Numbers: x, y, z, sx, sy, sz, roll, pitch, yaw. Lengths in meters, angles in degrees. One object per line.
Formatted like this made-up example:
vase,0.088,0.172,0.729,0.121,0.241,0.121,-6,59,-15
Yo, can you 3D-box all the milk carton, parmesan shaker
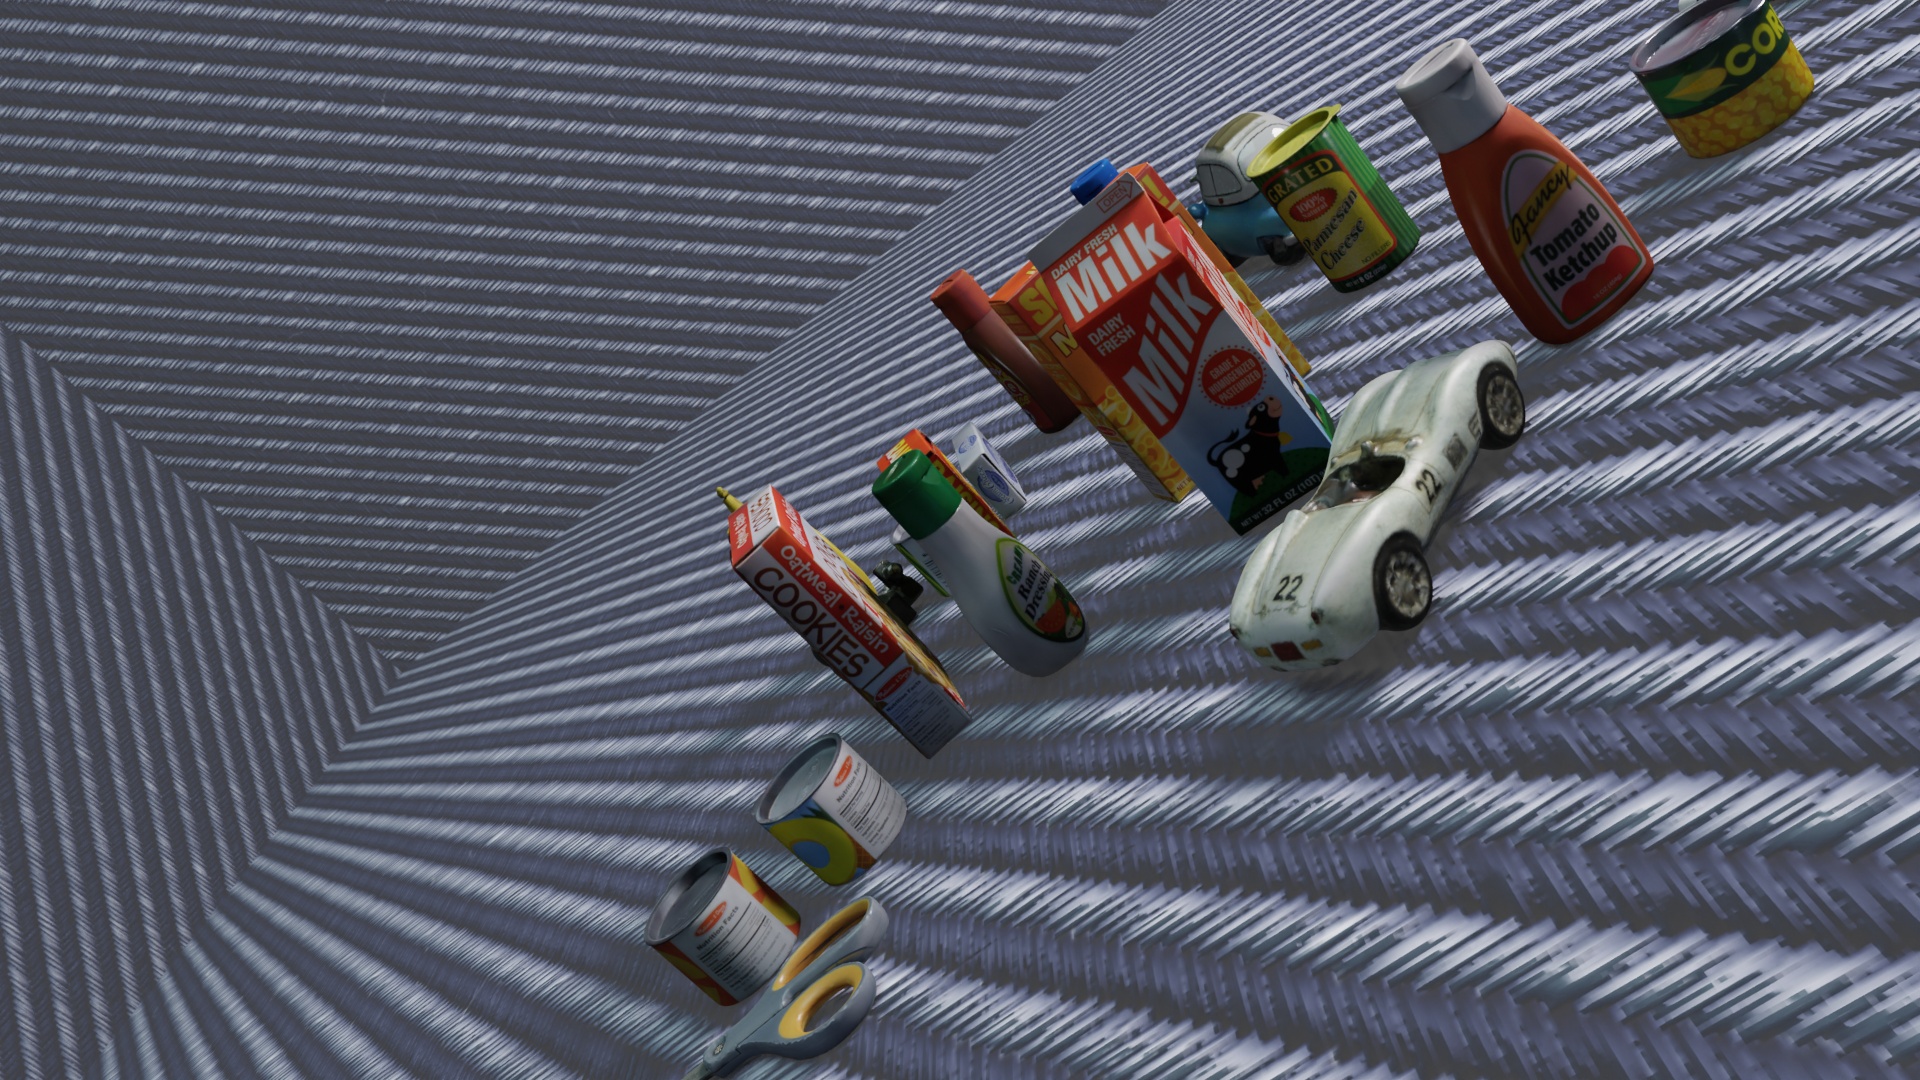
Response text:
milk carton,0.121,-0.102,0.745,0.072,0.190,0.074,-36,18,22
parmesan shaker,0.245,-0.221,0.903,0.071,0.103,0.071,-39,17,14

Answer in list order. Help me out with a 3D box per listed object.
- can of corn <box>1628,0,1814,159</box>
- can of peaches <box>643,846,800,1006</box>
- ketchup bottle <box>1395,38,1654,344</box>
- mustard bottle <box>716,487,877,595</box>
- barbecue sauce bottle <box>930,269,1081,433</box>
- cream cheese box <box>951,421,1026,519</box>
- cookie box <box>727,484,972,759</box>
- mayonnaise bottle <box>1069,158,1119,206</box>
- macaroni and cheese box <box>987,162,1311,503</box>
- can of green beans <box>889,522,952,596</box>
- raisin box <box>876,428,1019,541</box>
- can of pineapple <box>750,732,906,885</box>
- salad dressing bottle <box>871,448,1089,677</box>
can of corn,0.387,-0.237,0.702,0.071,0.058,0.071,-38,17,14
can of peaches,-0.132,0.214,0.773,0.071,0.058,0.071,-38,17,14
ketchup bottle,0.261,-0.166,0.655,0.064,0.148,0.043,-42,17,4
mustard bottle,-0.133,0.014,1.082,0.048,0.160,0.066,-25,24,45
barbecue sauce bottle,0.038,-0.153,1.126,0.044,0.148,0.065,-45,17,-5
cream cheese box,0.021,-0.056,1.090,0.024,0.053,0.104,-41,17,8
cookie box,-0.072,0.047,0.855,0.040,0.167,0.123,-43,17,1
mayonnaise bottle,0.143,-0.222,1.057,0.064,0.148,0.041,-34,19,29
macaroni and cheese box,0.118,-0.125,0.849,0.124,0.166,0.040,-45,17,-7
can of green beans,-0.009,-0.001,1.017,0.071,0.057,0.071,-38,17,14
raisin box,0.003,-0.011,0.903,0.040,0.123,0.086,-42,17,3
can of pineapple,-0.074,0.153,0.791,0.071,0.058,0.071,-38,17,14
salad dressing bottle,0.011,0.013,0.785,0.044,0.147,0.064,-30,21,37
